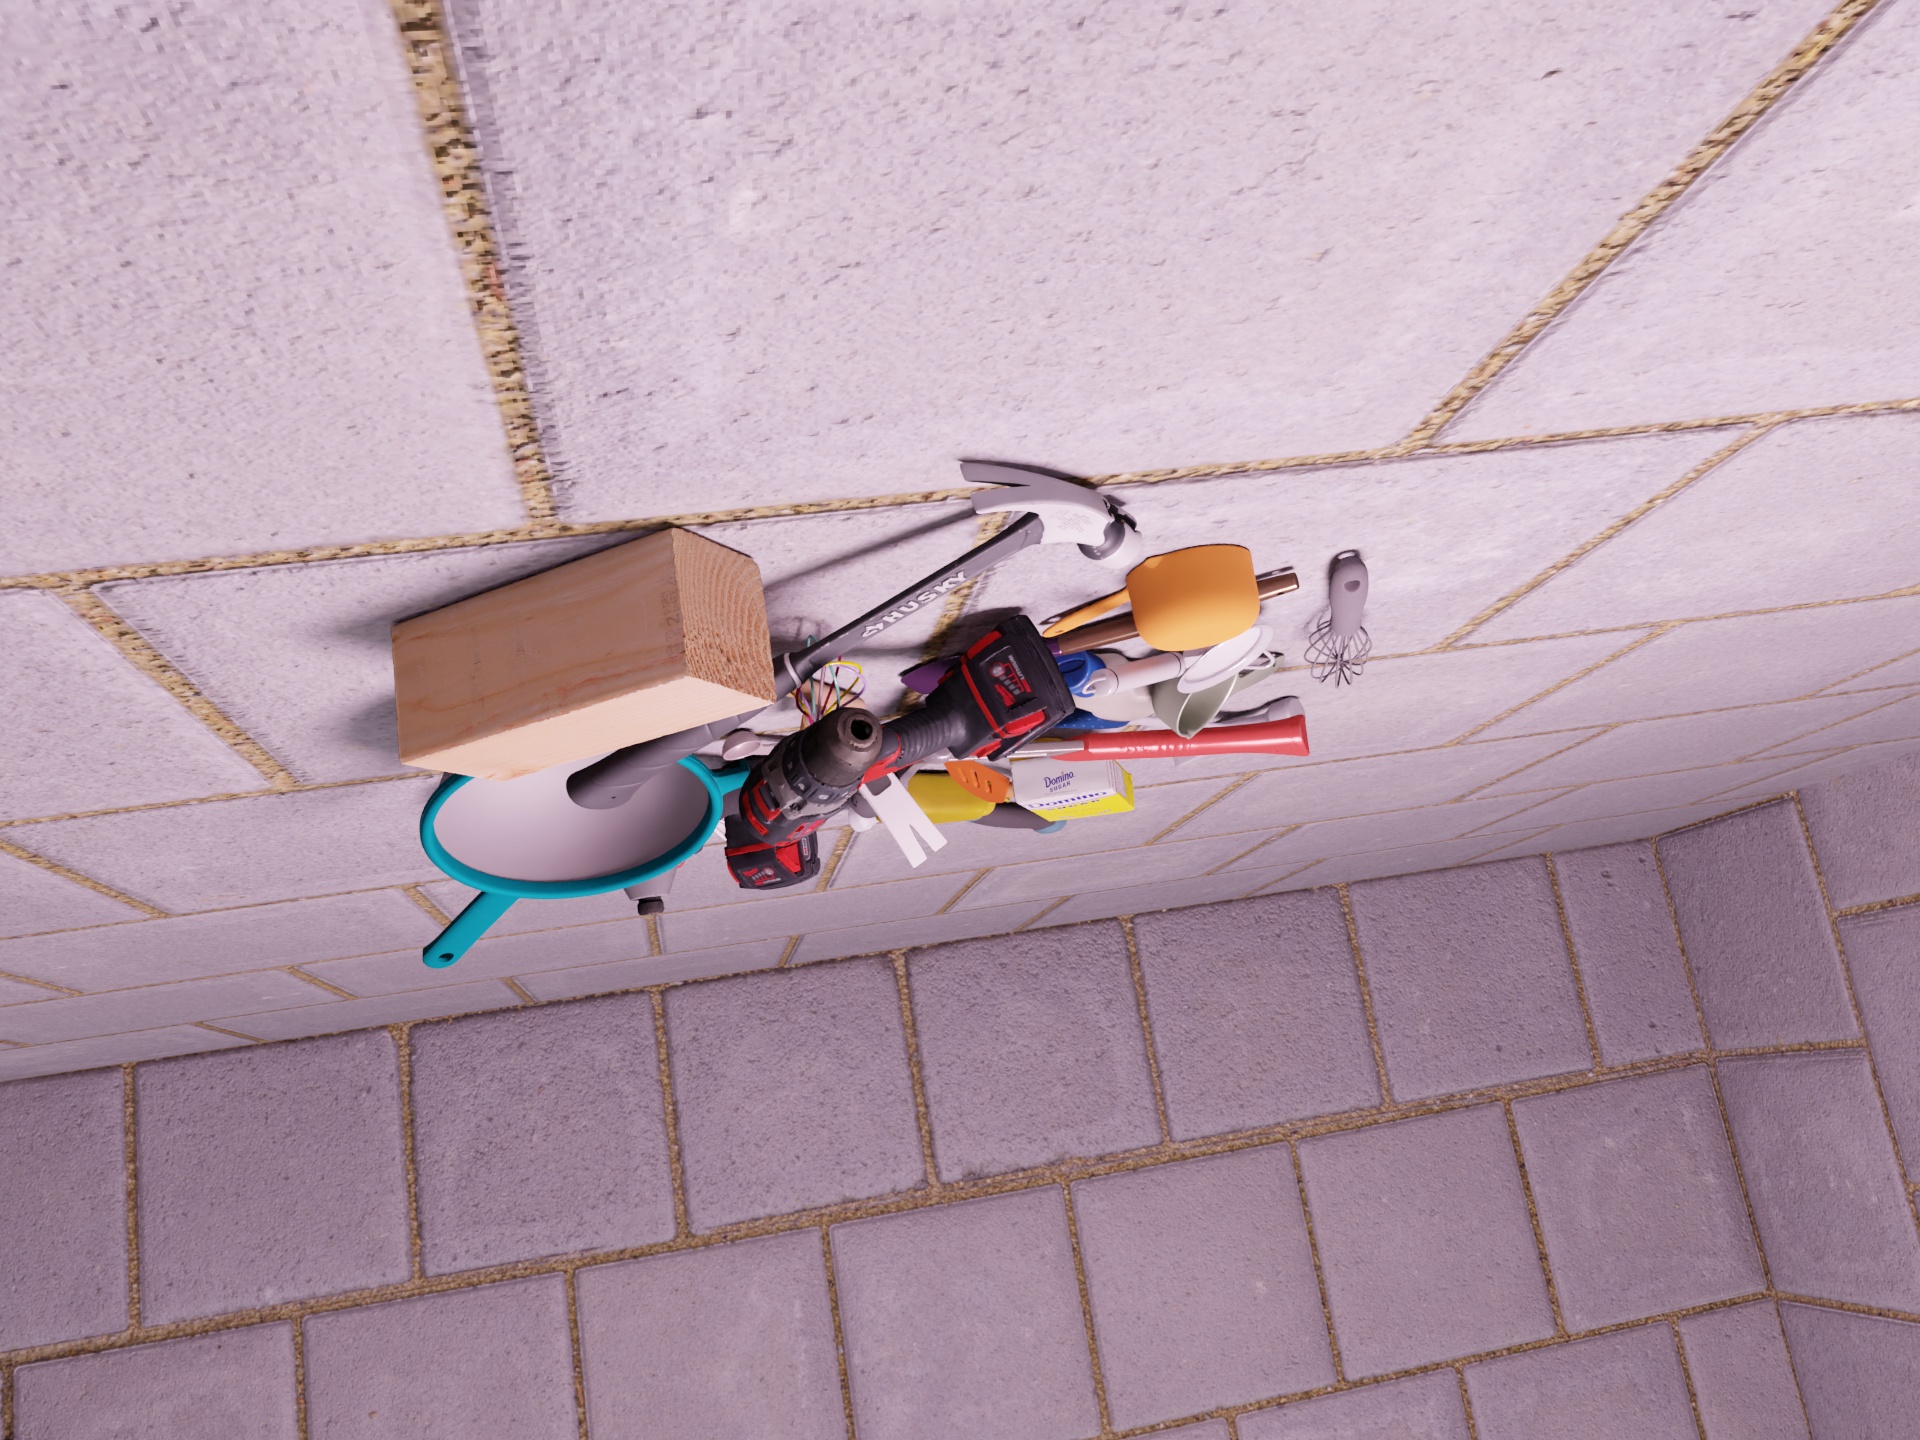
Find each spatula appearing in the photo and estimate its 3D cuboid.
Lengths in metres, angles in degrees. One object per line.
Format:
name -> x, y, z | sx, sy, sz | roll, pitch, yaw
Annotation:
spatula -> 0.052, 0.063, 1.639 | 0.081, 0.041, 0.322 | 23, -175, 18
spatula -> 0.098, -0.063, 1.192 | 0.316, 0.018, 0.059 | -14, 158, 22

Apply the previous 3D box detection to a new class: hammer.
hammer -> -0.092, -0.039, 0.977 | 0.409, 0.036, 0.149 | -28, 157, 25
hammer -> 0.021, 0.106, 1.813 | 0.128, 0.033, 0.330 | -17, 165, 31
hammer -> 0.126, 0.024, 1.361 | 0.359, 0.037, 0.149 | -3, 168, -13
hammer -> 0.149, 0.001, 1.457 | 0.144, 0.035, 0.405 | -21, 162, 40
hammer -> -0.079, 0.067, 1.429 | 0.035, 0.146, 0.334 | -37, 178, -8

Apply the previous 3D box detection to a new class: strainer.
strainer -> -0.323, 0.073, 1.193 | 0.210, 0.095, 0.340 | 15, 138, -39
strainer -> 0.159, -0.044, 1.171 | 0.087, 0.050, 0.258 | -45, 162, 33

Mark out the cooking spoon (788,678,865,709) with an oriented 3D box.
cooking spoon -> -0.149, -0.034, 1.138 | 0.069, 0.017, 0.318 | -13, 166, 24

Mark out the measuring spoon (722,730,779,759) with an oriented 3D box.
measuring spoon -> -0.160, 0.018, 1.368 | 0.034, 0.018, 0.124 | -33, 163, 29

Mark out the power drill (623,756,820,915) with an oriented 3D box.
power drill -> -0.218, 0.093, 1.359 | 0.078, 0.143, 0.219 | -14, 168, 29

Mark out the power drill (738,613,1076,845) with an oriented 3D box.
power drill -> -0.034, 0.006, 1.088 | 0.226, 0.080, 0.188 | -24, 173, -29

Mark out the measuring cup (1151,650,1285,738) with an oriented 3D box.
measuring cup -> 0.218, -0.039, 1.332 | 0.167, 0.038, 0.083 | -22, 141, -46

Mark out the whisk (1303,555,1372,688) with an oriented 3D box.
whisk -> 0.293, -0.077, 1.225 | 0.055, 0.055, 0.238 | -11, 162, 8

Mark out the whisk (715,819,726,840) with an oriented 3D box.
whisk -> -0.248, 0.086, 1.517 | 0.059, 0.058, 0.246 | -48, 152, 9

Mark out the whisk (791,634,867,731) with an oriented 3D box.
whisk -> -0.108, -0.008, 1.162 | 0.047, 0.051, 0.245 | -38, 173, -16

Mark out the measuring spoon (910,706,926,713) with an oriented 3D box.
measuring spoon -> -0.002, -0.004, 1.385 | 0.042, 0.021, 0.128 | -23, 170, 42

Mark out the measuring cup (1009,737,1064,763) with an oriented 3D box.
measuring cup -> 0.123, 0.035, 1.587 | 0.156, 0.029, 0.062 | -3, 165, -16

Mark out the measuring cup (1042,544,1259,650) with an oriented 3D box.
measuring cup -> 0.130, -0.068, 1.114 | 0.173, 0.052, 0.095 | -22, 162, 37
